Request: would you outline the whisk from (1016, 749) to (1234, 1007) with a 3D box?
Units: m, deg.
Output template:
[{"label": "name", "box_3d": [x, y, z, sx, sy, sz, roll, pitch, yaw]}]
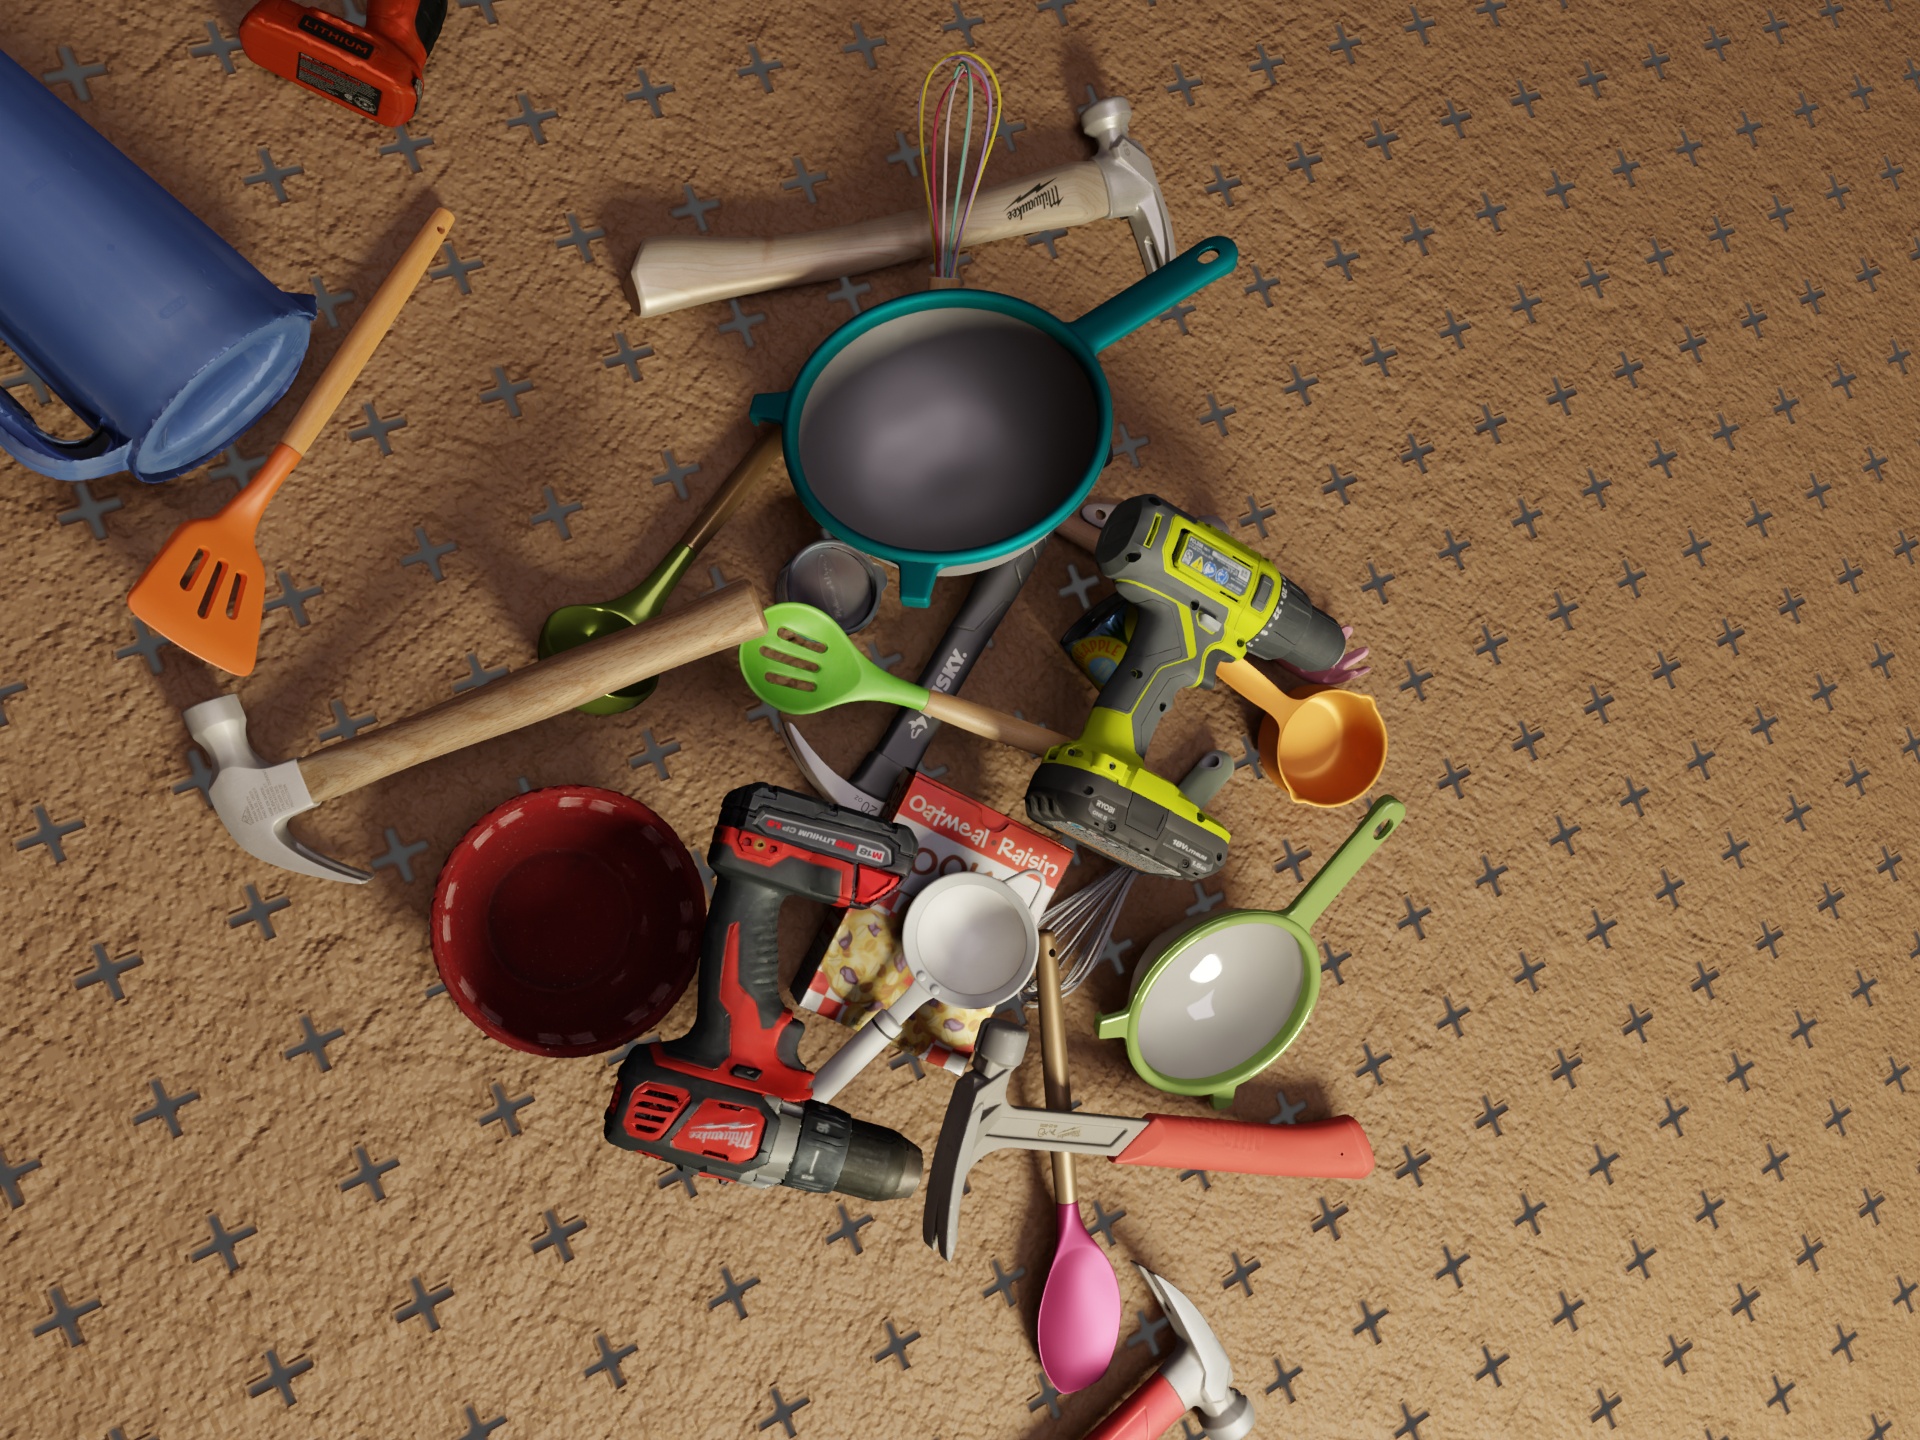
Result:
[{"label": "whisk", "box_3d": [0.117, 0.107, 1.122, 0.246, 0.058, 0.059, -46, 135, -24]}]

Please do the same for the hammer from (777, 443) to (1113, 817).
[{"label": "hammer", "box_3d": [0.008, -0.073, 1.087, 0.146, 0.035, 0.335, 33, 78, -15]}]

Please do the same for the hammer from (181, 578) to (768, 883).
[{"label": "hammer", "box_3d": [-0.270, -0.005, 0.928, 0.331, 0.031, 0.130, -21, 95, -4]}]

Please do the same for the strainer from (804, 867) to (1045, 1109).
[{"label": "strainer", "box_3d": [-0.041, 0.184, 0.999, 0.258, 0.050, 0.087, -44, 85, 2]}]

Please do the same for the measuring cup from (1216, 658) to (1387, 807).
[{"label": "measuring cup", "box_3d": [0.232, -0.008, 1.166, 0.173, 0.052, 0.095, 37, 90, -14]}]

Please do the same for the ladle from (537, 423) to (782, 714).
[{"label": "ladle", "box_3d": [-0.159, -0.134, 1.030, 0.078, 0.062, 0.320, 38, 69, -9]}]

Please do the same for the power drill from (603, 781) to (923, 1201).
[{"label": "power drill", "box_3d": [-0.090, 0.165, 0.940, 0.188, 0.080, 0.227, 18, 80, -11]}]

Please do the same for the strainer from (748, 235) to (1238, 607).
[{"label": "strainer", "box_3d": [0.046, -0.208, 1.057, 0.340, 0.095, 0.211, -34, 66, -12]}]

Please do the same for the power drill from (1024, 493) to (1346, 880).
[{"label": "power drill", "box_3d": [0.154, -0.014, 1.062, 0.190, 0.080, 0.228, 27, 77, -21]}]

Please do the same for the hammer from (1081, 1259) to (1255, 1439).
[{"label": "hammer", "box_3d": [0.021, 0.523, 1.023, 0.386, 0.038, 0.143, -35, 104, -21]}]

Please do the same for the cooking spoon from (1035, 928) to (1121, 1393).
[{"label": "cooking spoon", "box_3d": [0.069, 0.296, 1.063, 0.068, 0.017, 0.319, -9, 98, -30]}]

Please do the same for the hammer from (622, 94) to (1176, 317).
[{"label": "hammer", "box_3d": [-0.033, -0.332, 1.116, 0.410, 0.038, 0.146, -20, 92, -23]}]

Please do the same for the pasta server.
[{"label": "pasta server", "box_3d": [0.163, -0.103, 1.166, 0.316, 0.040, 0.060, 27, 41, -15]}]

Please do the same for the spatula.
[{"label": "spatula", "box_3d": [-0.383, -0.181, 0.950, 0.080, 0.041, 0.323, 43, 65, -43]}]

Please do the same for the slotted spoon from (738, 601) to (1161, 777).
[{"label": "slotted spoon", "box_3d": [-0.002, -0.003, 1.049, 0.313, 0.031, 0.070, 19, 82, -20]}]

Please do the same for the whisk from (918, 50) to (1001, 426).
[{"label": "whisk", "box_3d": [-0.005, -0.322, 1.078, 0.047, 0.051, 0.245, -6, 111, -29]}]

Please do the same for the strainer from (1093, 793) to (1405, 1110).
[{"label": "strainer", "box_3d": [0.203, 0.141, 1.100, 0.151, 0.069, 0.256, 36, 96, -34]}]

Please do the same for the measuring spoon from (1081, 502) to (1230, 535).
[{"label": "measuring spoon", "box_3d": [0.147, -0.144, 1.175, 0.124, 0.018, 0.034, 8, 81, -20]}]

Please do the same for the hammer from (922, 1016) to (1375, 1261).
[{"label": "hammer", "box_3d": [0.141, 0.293, 1.072, 0.358, 0.037, 0.149, 14, 91, -32]}]
